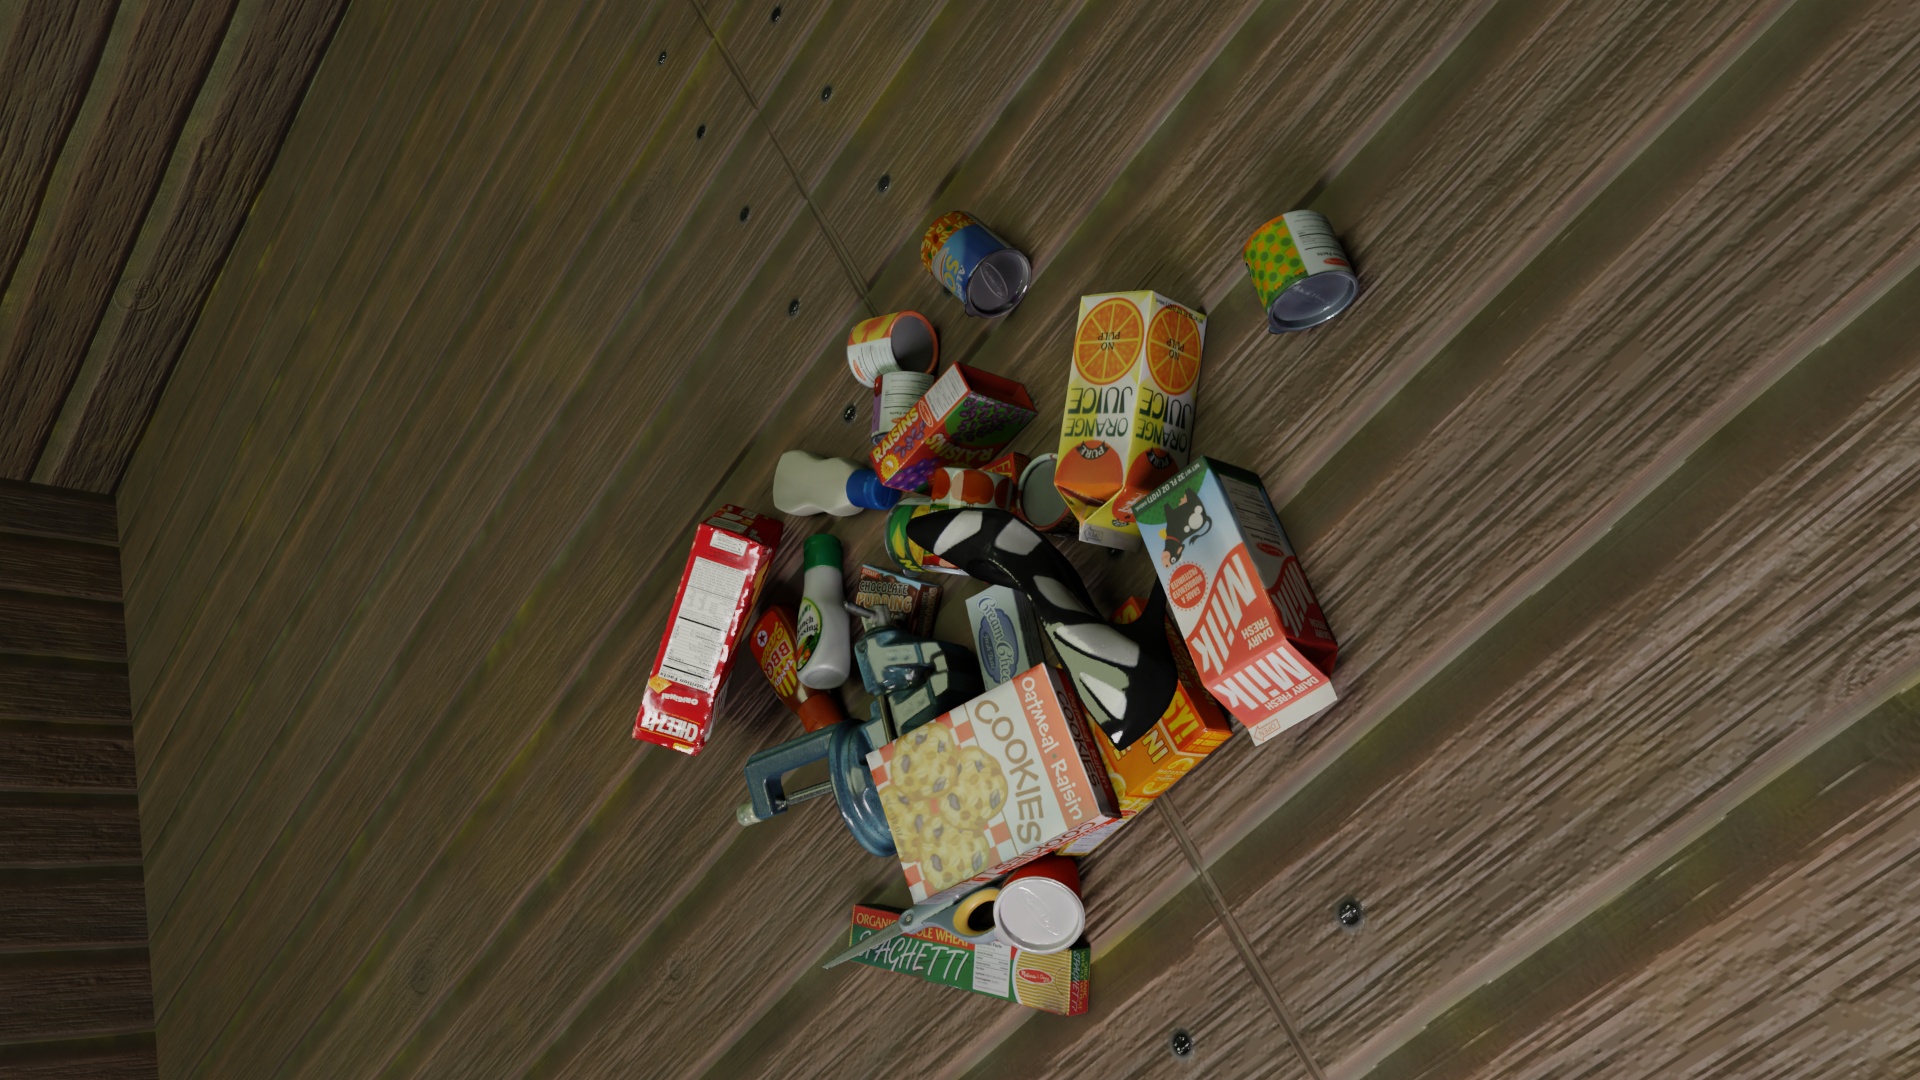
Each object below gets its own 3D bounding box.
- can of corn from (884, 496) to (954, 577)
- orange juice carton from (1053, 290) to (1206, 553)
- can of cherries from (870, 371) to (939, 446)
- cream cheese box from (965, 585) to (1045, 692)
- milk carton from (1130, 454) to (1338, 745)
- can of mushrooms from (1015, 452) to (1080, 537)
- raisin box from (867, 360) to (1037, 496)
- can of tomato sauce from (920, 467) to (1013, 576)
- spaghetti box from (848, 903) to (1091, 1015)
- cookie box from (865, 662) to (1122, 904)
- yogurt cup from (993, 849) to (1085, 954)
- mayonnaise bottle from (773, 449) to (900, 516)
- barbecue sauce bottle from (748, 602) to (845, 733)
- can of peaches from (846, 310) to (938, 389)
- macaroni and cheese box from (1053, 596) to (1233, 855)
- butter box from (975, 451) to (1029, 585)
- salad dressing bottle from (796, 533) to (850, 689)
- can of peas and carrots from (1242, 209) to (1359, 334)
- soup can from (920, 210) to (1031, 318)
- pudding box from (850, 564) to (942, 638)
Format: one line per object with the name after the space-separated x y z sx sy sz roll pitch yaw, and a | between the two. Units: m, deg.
-0.022 -0.002 1.203 0.058 0.071 0.071 2 82 45 | can of corn
0.128 -0.089 1.068 0.073 0.072 0.192 4 83 46 | orange juice carton
-0.047 -0.115 1.256 0.071 0.071 0.058 -10 73 43 | can of cherries
0.040 0.087 1.149 0.053 0.024 0.104 -31 60 35 | cream cheese box
0.196 0.042 0.968 0.072 0.073 0.191 -39 56 32 | milk carton
0.080 -0.035 1.131 0.071 0.033 0.071 -13 71 42 | can of mushrooms
-0.008 -0.092 1.195 0.123 0.086 0.040 -45 54 29 | raisin box
0.004 -0.014 1.139 0.071 0.071 0.083 3 83 45 | can of tomato sauce
0.001 0.335 1.126 0.249 0.029 0.050 -4 78 44 | spaghetti box
0.023 0.183 1.043 0.167 0.040 0.123 -30 64 20 | cookie box
0.061 0.269 1.048 0.072 0.072 0.054 -54 6 22 | yogurt cup
-0.120 -0.052 1.330 0.148 0.041 0.064 7 87 45 | mayonnaise bottle
-0.151 0.130 1.316 0.064 0.044 0.149 -55 48 25 | barbecue sauce bottle
-0.061 -0.178 1.284 0.058 0.071 0.071 -5 78 45 | can of peaches
0.112 0.141 1.052 0.165 0.040 0.124 -46 52 28 | macaroni and cheese box
0.039 -0.018 1.175 0.053 0.024 0.104 -23 65 40 | butter box
-0.128 0.064 1.292 0.064 0.044 0.148 -47 38 45 | salad dressing bottle
0.239 -0.190 0.986 0.070 0.071 0.059 -35 57 34 | can of peas and carrots
0.010 -0.243 1.224 0.084 0.071 0.071 47 114 41 | soup can
-0.058 0.054 1.250 0.084 0.030 0.049 17 92 45 | pudding box
